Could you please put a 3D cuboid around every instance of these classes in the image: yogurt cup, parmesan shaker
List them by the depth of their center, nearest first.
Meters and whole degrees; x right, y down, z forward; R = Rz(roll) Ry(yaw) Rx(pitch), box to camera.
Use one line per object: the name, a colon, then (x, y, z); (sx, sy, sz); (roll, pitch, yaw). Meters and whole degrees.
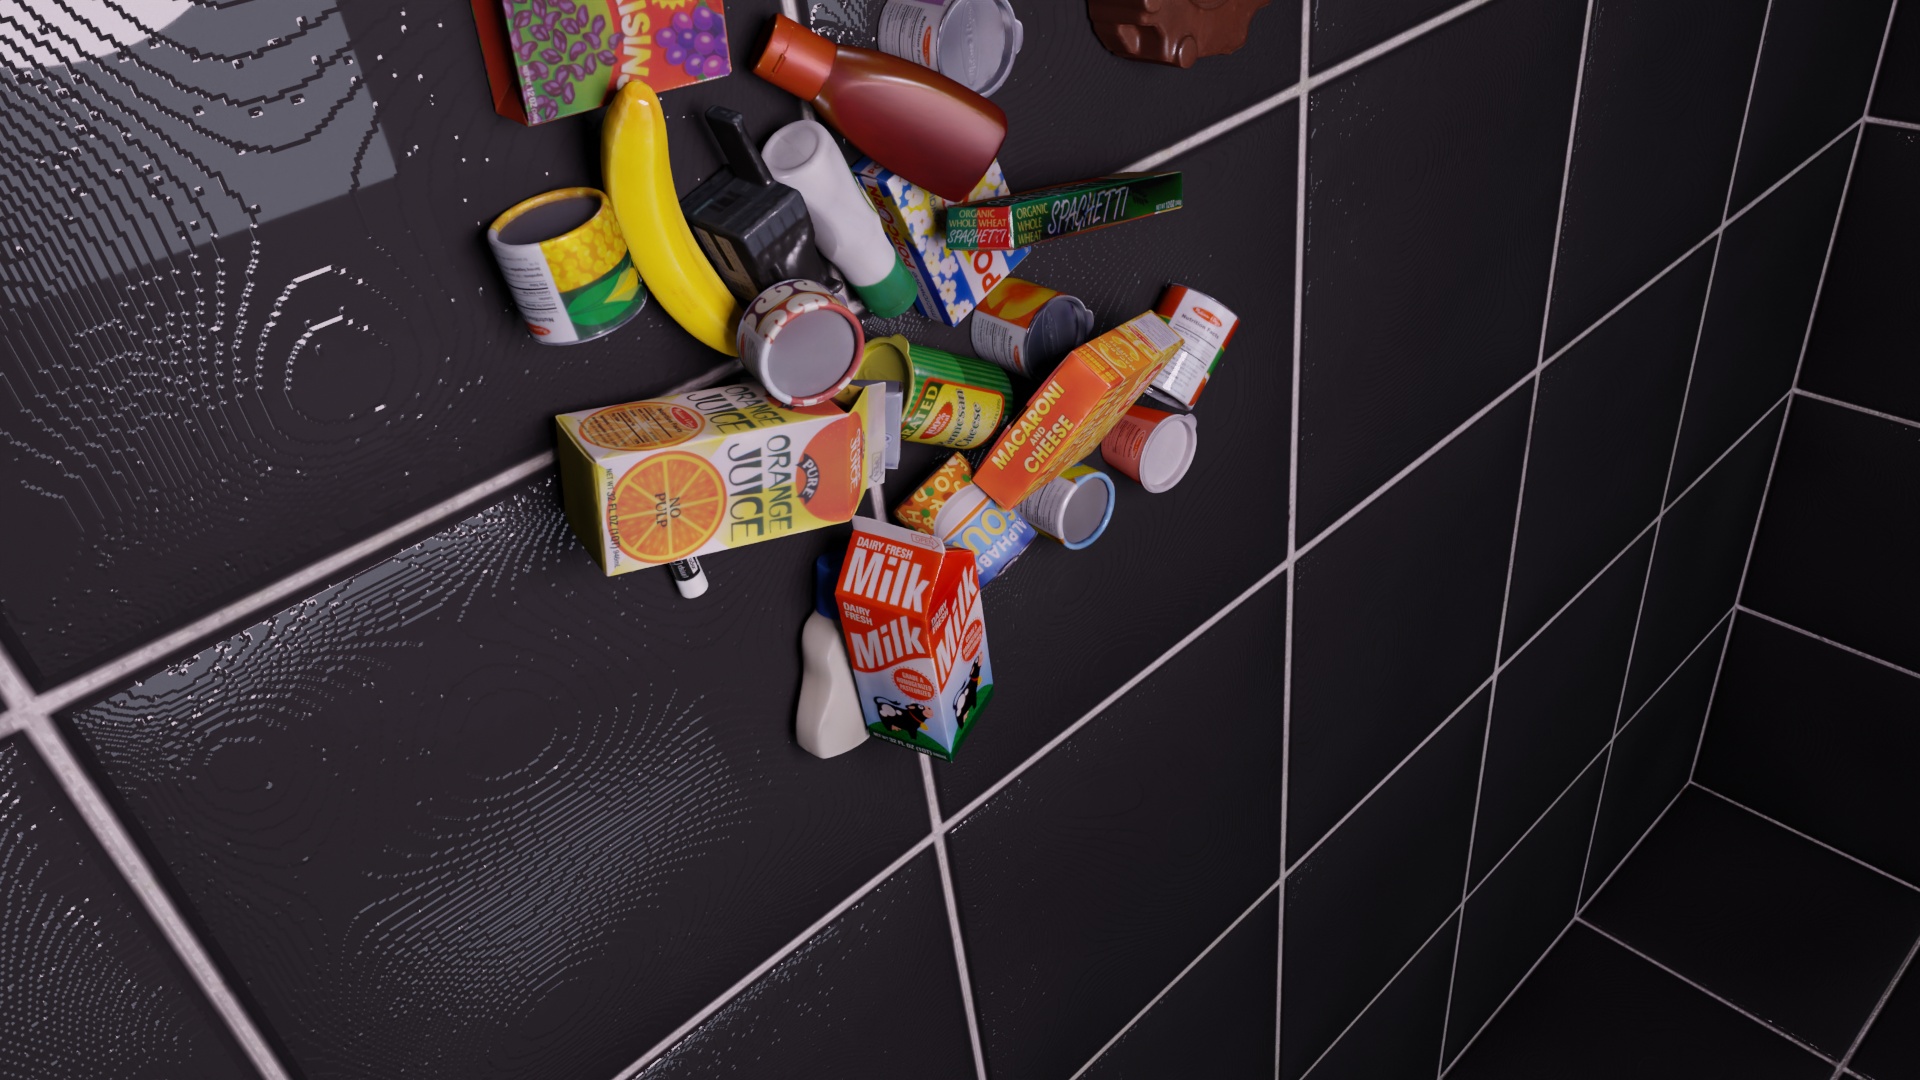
parmesan shaker: (-0.019, -0.100, 0.948); (0.103, 0.071, 0.071); (4, 108, -47)
yogurt cup: (0.154, -0.079, 1.153); (0.073, 0.054, 0.072); (-24, 127, -36)

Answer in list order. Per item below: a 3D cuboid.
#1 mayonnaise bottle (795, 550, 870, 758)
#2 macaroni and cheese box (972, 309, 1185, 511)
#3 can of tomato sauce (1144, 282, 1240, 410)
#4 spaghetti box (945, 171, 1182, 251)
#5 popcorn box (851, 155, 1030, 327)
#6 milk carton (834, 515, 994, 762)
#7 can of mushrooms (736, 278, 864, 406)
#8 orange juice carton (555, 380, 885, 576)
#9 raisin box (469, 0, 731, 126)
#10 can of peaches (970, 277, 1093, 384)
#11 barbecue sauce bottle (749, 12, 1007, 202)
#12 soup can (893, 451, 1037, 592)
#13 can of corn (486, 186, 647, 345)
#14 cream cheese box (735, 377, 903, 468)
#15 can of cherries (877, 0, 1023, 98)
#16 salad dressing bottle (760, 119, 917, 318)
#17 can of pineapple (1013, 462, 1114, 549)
mayonnaise bottle: (-0.087, 0.081, 1.000); (0.065, 0.041, 0.147); (-23, 126, -46)
macaroni and cheese box: (0.087, -0.097, 1.004); (0.123, 0.040, 0.167); (-51, 171, 31)
can of tomato sauce: (0.178, -0.156, 1.128); (0.071, 0.071, 0.083); (28, 91, -50)
spaghetti box: (0.078, -0.227, 0.947); (0.251, 0.050, 0.028); (-28, 120, -52)
popcorn box: (-0.010, -0.216, 0.916); (0.085, 0.038, 0.126); (-46, 137, -17)
milk carton: (-0.031, 0.060, 0.965); (0.074, 0.072, 0.189); (-55, 148, -39)
can of mushrooms: (-0.088, -0.113, 0.786); (0.071, 0.033, 0.070); (-20, 132, -24)
orange juice carton: (-0.129, -0.046, 0.813); (0.193, 0.073, 0.071); (-14, 122, -28)
raisin box: (-0.181, -0.269, 0.706); (0.124, 0.040, 0.085); (-29, 129, -34)
can of peaches: (0.051, -0.152, 1.001); (0.071, 0.058, 0.071); (-24, 126, -37)
barbecue sauce bottle: (-0.049, -0.256, 0.811); (0.148, 0.044, 0.064); (21, 127, -26)
soup can: (0.004, -0.012, 0.991); (0.084, 0.071, 0.071); (46, 72, -4)
can of corn: (-0.205, -0.146, 0.730); (0.071, 0.071, 0.058); (-37, 134, -26)
cream cheese box: (-0.089, -0.074, 0.879); (0.104, 0.024, 0.053); (1, 118, -4)
can of cherries: (-0.006, -0.308, 0.853); (0.072, 0.058, 0.071); (-23, 126, -37)
salad dressing bottle: (-0.070, -0.192, 0.853); (0.044, 0.064, 0.147); (-44, 146, -3)
can of pineapple: (0.081, -0.033, 1.100); (0.071, 0.058, 0.070); (-24, 127, -36)
